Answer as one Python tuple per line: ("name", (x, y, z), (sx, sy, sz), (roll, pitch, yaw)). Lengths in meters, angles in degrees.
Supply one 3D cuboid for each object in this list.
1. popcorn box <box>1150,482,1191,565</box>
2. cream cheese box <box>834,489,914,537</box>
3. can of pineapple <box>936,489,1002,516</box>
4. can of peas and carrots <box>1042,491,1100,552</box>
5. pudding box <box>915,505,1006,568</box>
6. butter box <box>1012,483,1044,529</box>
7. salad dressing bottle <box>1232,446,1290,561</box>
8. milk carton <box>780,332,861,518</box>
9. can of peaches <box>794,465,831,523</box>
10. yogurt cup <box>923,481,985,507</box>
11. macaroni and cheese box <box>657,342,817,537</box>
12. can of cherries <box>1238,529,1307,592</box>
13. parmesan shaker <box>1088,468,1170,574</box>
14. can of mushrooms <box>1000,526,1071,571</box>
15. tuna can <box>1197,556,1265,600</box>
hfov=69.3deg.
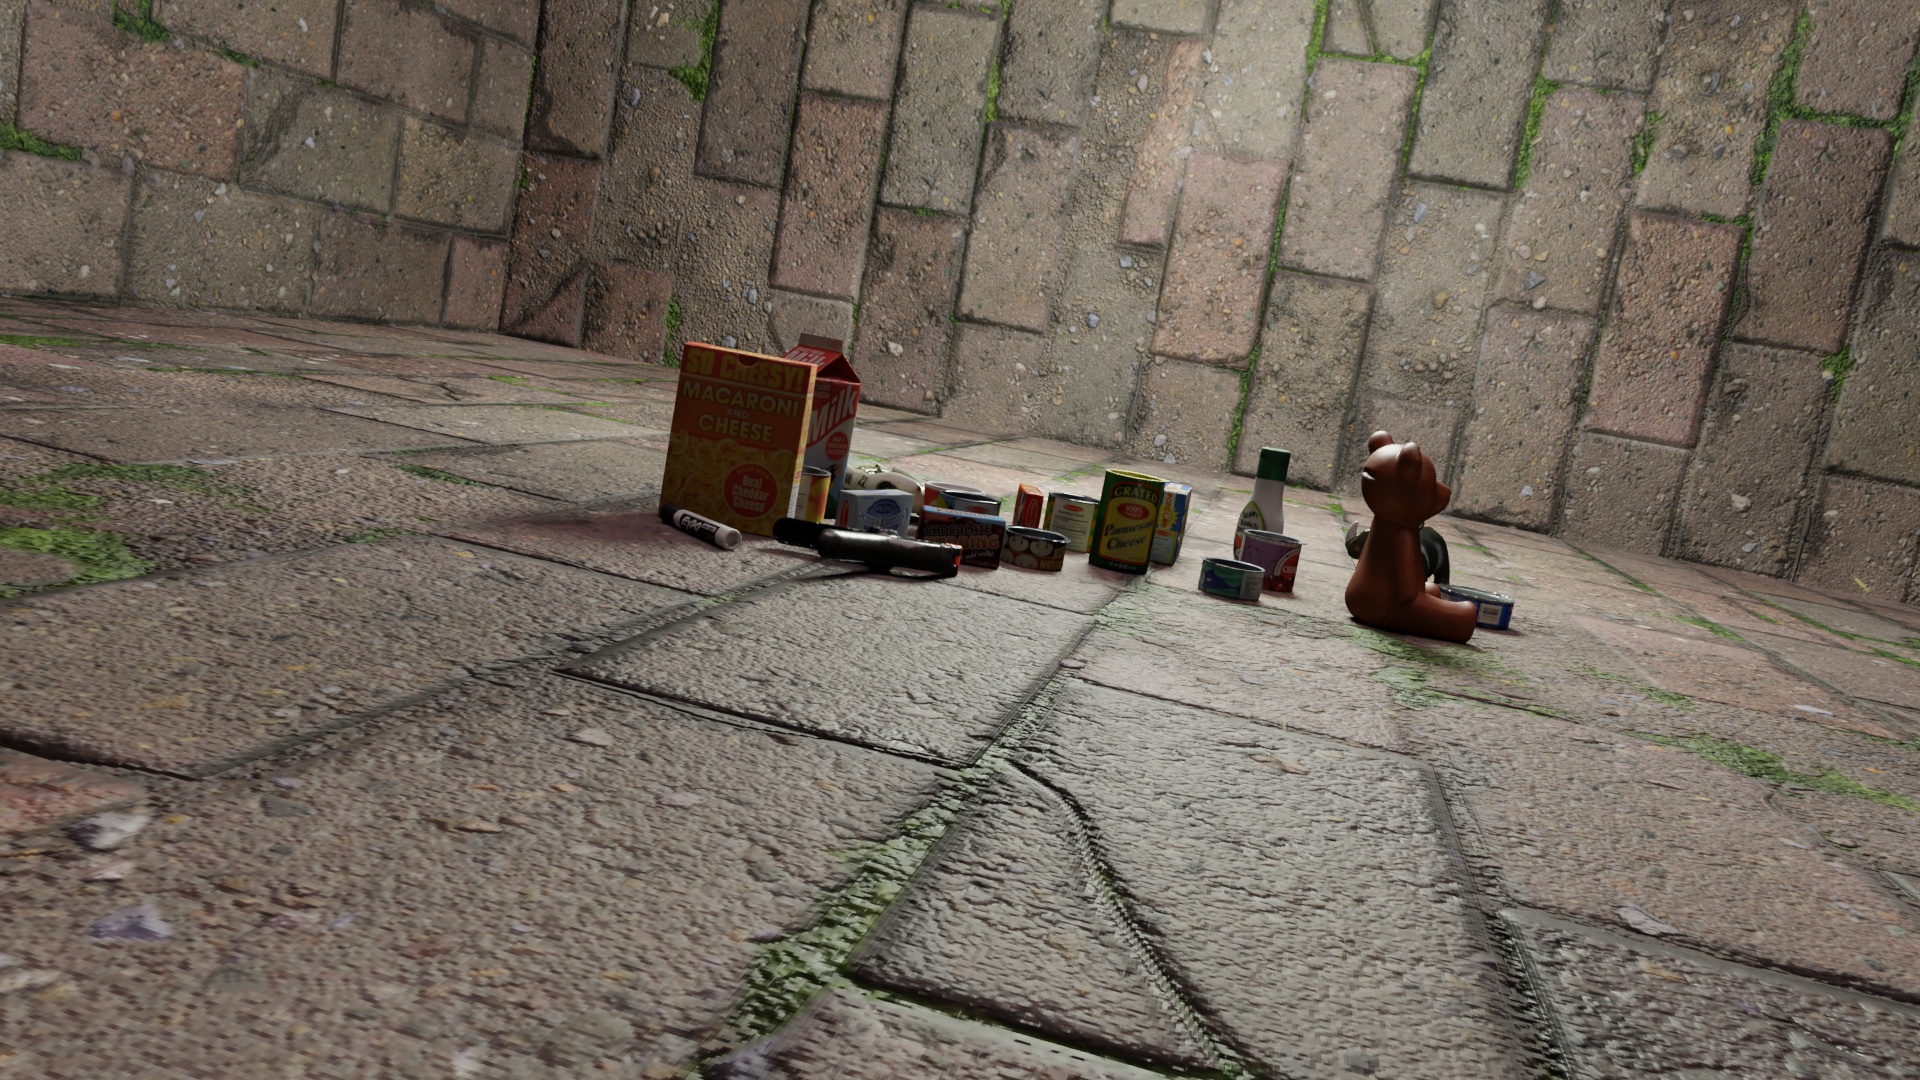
("popcorn box", (0.246, -0.022, 1.647), (0.038, 0.085, 0.127), (12, 8, 11))
("cream cheese box", (-0.085, -0.022, 1.359), (0.024, 0.053, 0.104), (14, 9, 29))
("can of pineapple", (0.005, -0.018, 1.426), (0.071, 0.057, 0.071), (10, 8, -1))
("can of peas and carrots", (0.129, -0.022, 1.597), (0.071, 0.058, 0.071), (10, 8, -1))
("pudding box", (0.000, -0.004, 1.352), (0.084, 0.049, 0.030), (9, 8, -9))
("butter box", (0.080, -0.036, 1.654), (0.024, 0.053, 0.103), (10, 8, -3))
("salad dressing bottle", (0.374, -0.040, 1.710), (0.044, 0.147, 0.064), (6, 9, -29))
("milk carton", (-0.163, -0.123, 1.477), (0.072, 0.190, 0.073), (17, 10, 40))
("can of peaches", (-0.166, -0.045, 1.402), (0.071, 0.058, 0.071), (10, 8, -1))
("yogurt cup", (-0.010, -0.033, 1.523), (0.072, 0.054, 0.072), (10, 8, -1))
("macaroni and cheese box", (-0.209, -0.094, 1.310), (0.124, 0.166, 0.040), (10, 8, 3))
("can of cherries", (0.348, 0.023, 1.559), (0.071, 0.058, 0.071), (10, 8, -1))
("parmesan shaker", (0.182, -0.020, 1.496), (0.071, 0.103, 0.071), (10, 8, -1))
("can of mushrooms", (0.077, 0.009, 1.418), (0.071, 0.033, 0.071), (10, 8, -1))
("tuna can", (0.282, 0.040, 1.457), (0.071, 0.032, 0.071), (10, 8, -1))
